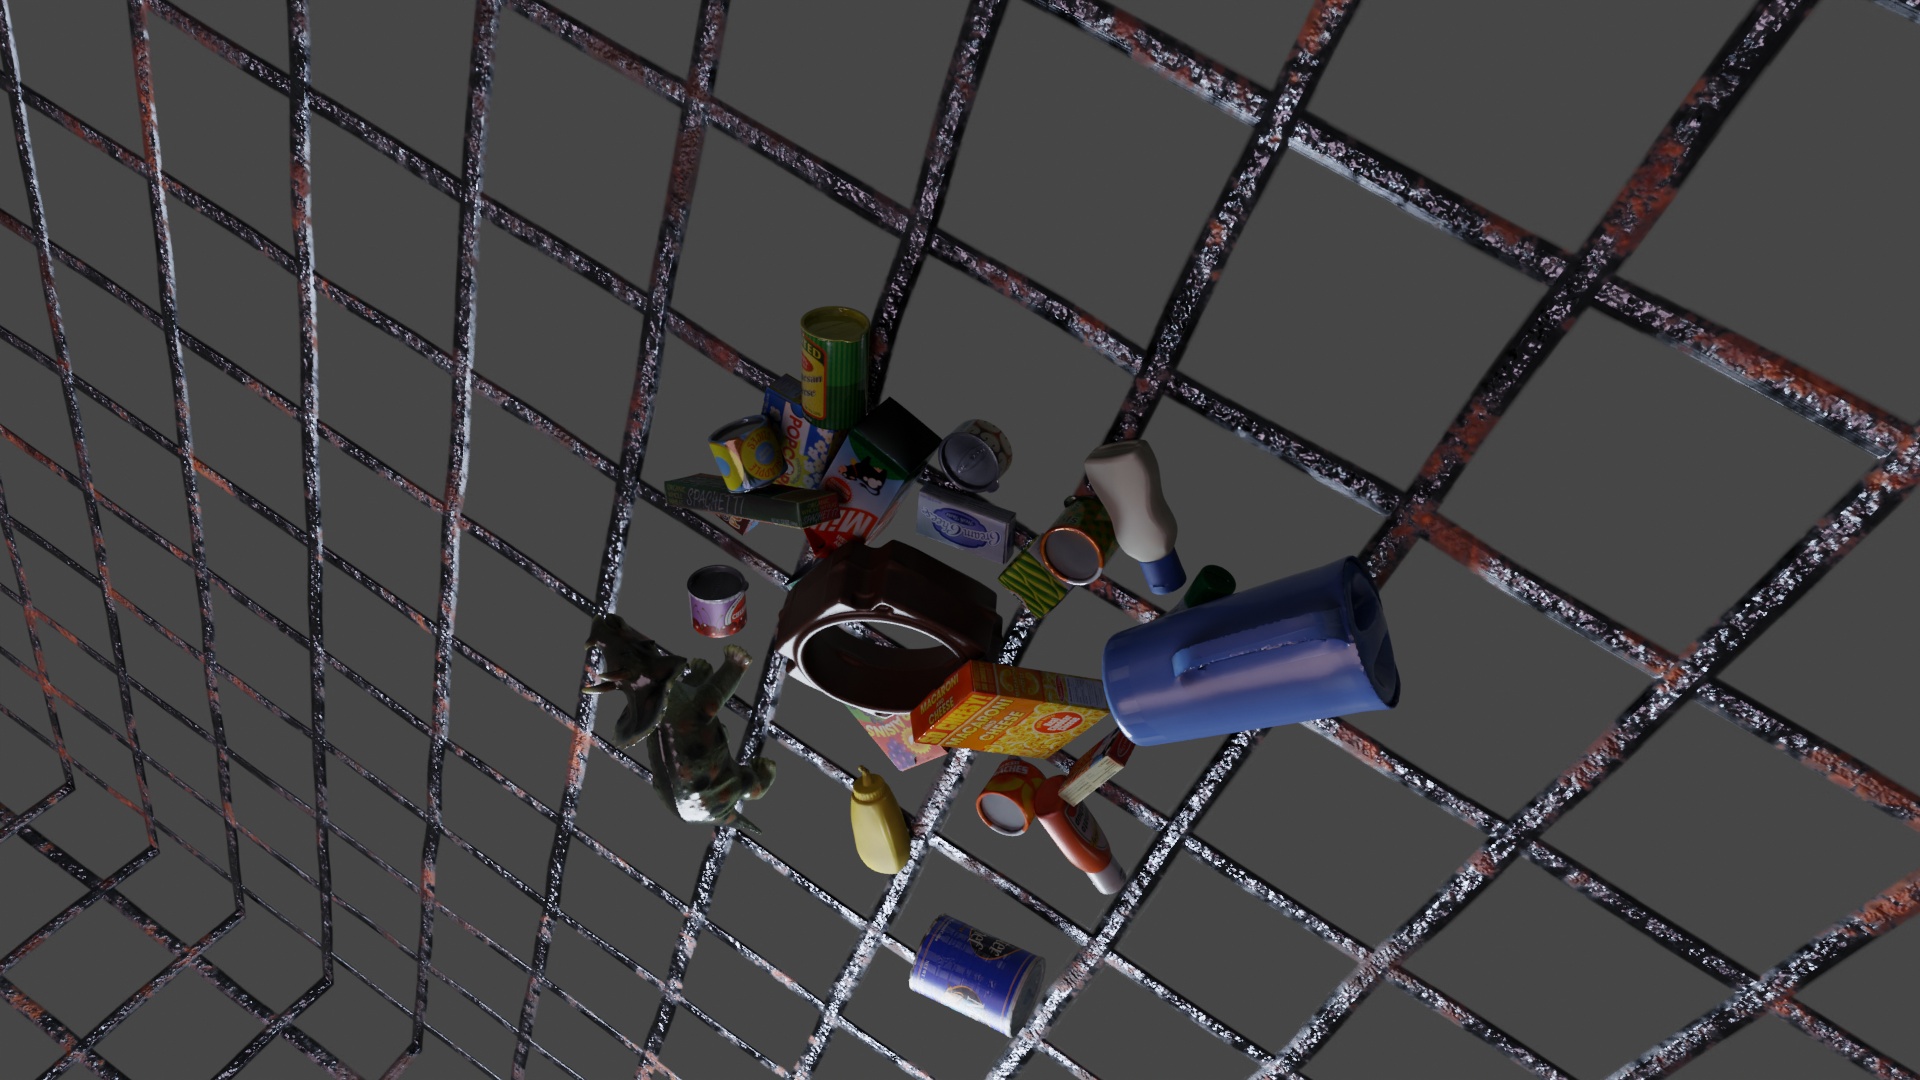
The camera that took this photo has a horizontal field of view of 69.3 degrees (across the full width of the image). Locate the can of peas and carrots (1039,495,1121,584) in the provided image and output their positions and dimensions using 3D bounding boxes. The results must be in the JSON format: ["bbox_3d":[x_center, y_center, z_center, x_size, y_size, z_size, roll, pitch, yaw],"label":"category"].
[{"bbox_3d":[0.115,-0.002,1.316,0.071,0.059,0.070,16,128,22],"label":"can of peas and carrots"}]

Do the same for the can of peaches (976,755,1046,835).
[{"bbox_3d":[0.058,0.286,1.558,0.071,0.058,0.071,17,129,22],"label":"can of peaches"}]

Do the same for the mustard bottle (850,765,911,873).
[{"bbox_3d":[-0.102,0.336,1.702,0.065,0.049,0.159,8,124,28],"label":"mustard bottle"}]

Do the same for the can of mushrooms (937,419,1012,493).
[{"bbox_3d":[0.016,-0.080,1.341,0.071,0.034,0.070,16,128,22],"label":"can of mushrooms"}]

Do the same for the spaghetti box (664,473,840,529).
[{"bbox_3d":[-0.221,-0.043,1.438,0.250,0.050,0.028,10,109,46],"label":"spaghetti box"}]

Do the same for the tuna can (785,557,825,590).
[{"bbox_3d":[-0.154,0.039,1.514,0.071,0.071,0.033,-27,105,42],"label":"tuna can"}]

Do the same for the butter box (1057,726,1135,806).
[{"bbox_3d":[0.146,0.238,1.470,0.024,0.053,0.103,39,134,-1],"label":"butter box"}]

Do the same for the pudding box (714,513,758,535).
[{"bbox_3d":[-0.238,-0.051,1.528,0.050,0.030,0.083,38,133,5],"label":"pudding box"}]

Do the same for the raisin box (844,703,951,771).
[{"bbox_3d":[-0.071,0.199,1.592,0.086,0.040,0.123,-30,103,41],"label":"raisin box"}]

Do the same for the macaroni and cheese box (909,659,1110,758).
[{"bbox_3d":[0.050,0.176,1.431,0.166,0.040,0.123,12,142,-29],"label":"macaroni and cheese box"}]

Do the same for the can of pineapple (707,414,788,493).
[{"bbox_3d":[-0.214,-0.088,1.406,0.071,0.071,0.057,-4,117,34],"label":"can of pineapple"}]

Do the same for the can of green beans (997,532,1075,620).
[{"bbox_3d":[0.078,0.035,1.360,0.058,0.071,0.071,44,134,-1],"label":"can of green beans"}]

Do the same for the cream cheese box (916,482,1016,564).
[{"bbox_3d":[0.005,-0.018,1.399,0.104,0.024,0.053,20,130,20],"label":"cream cheese box"}]

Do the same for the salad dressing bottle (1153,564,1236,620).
[{"bbox_3d":[0.214,0.084,1.323,0.064,0.044,0.146,29,132,4],"label":"salad dressing bottle"}]

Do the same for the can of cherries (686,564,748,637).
[{"bbox_3d":[-0.280,0.071,1.617,0.071,0.072,0.058,19,130,20],"label":"can of cherries"}]

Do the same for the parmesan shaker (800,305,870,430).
[{"bbox_3d":[-0.121,-0.165,1.343,0.071,0.072,0.102,20,130,20],"label":"parmesan shaker"}]

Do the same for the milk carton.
[{"bbox_3d":[-0.099,-0.048,1.411,0.073,0.073,0.189,39,134,4],"label":"milk carton"}]

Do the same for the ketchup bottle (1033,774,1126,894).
[{"bbox_3d":[0.134,0.331,1.540,0.043,0.065,0.148,-22,118,24],"label":"ketchup bottle"}]

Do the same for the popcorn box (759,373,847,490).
[{"bbox_3d":[-0.168,-0.099,1.443,0.085,0.038,0.126,31,133,12],"label":"popcorn box"}]

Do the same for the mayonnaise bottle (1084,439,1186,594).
[{"bbox_3d":[0.168,-0.020,1.282,0.064,0.041,0.147,-7,118,38],"label":"mayonnaise bottle"}]
